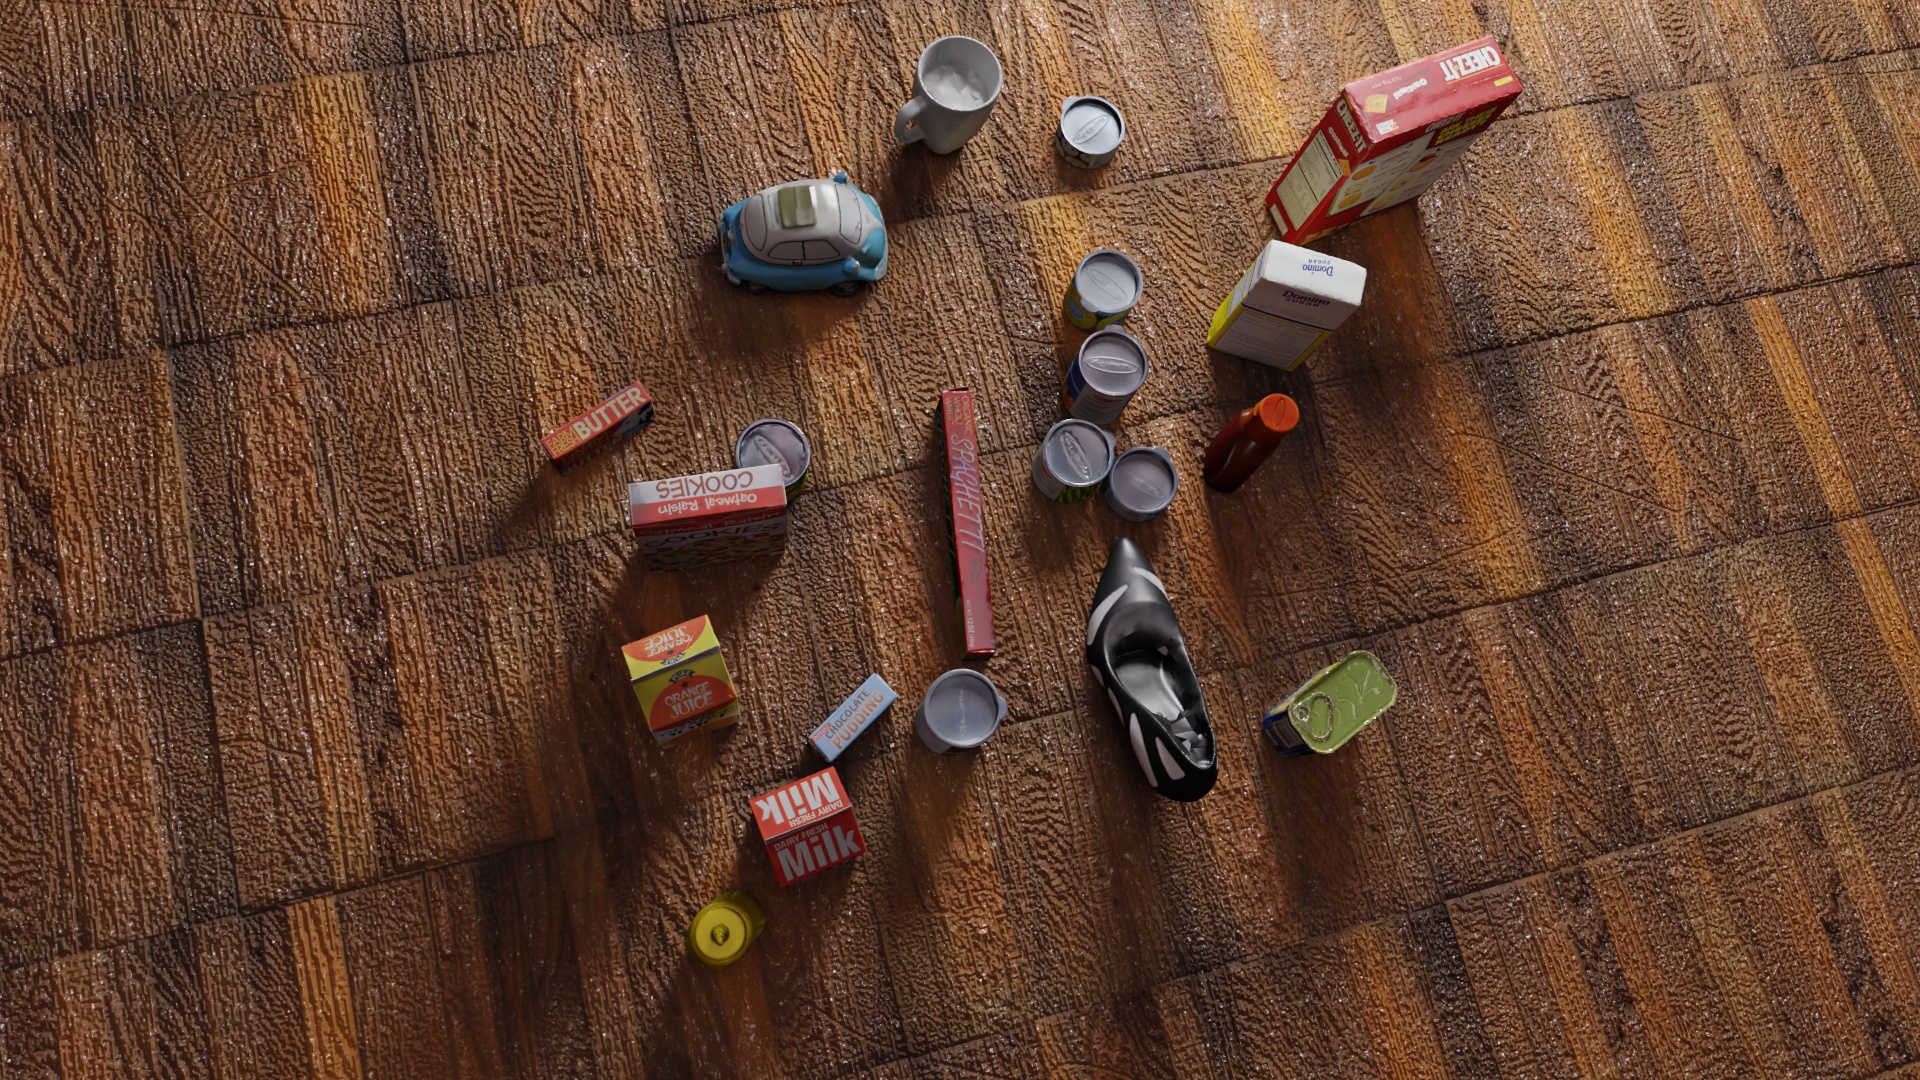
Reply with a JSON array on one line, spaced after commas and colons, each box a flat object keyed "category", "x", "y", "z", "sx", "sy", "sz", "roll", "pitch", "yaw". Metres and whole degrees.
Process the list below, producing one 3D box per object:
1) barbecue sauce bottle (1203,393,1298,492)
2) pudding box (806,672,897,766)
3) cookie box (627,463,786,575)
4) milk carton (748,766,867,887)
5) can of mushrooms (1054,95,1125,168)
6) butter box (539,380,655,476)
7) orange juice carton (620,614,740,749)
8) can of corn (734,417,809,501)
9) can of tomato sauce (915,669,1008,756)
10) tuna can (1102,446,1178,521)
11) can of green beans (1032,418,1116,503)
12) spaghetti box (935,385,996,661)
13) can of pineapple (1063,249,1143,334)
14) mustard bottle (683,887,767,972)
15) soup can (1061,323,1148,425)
[{"category": "barbecue sauce bottle", "x": 0.266, "y": -0.093, "z": 1.273, "sx": 0.044, "sy": 0.148, "sz": 0.065, "roll": 18, "pitch": 74, "yaw": -3}, {"category": "pudding box", "x": -0.095, "y": 0.156, "z": 1.208, "sx": 0.030, "sy": 0.049, "sz": 0.084, "roll": 45, "pitch": 74, "yaw": 5}, {"category": "cookie box", "x": -0.211, "y": -0.015, "z": 1.176, "sx": 0.123, "sy": 0.167, "sz": 0.040, "roll": -9, "pitch": 77, "yaw": -10}, {"category": "milk carton", "x": -0.123, "y": 0.231, "z": 1.110, "sx": 0.072, "sy": 0.190, "sz": 0.073, "roll": -21, "pitch": 79, "yaw": -12}, {"category": "can of mushrooms", "x": 0.128, "y": -0.412, "z": 1.399, "sx": 0.071, "sy": 0.033, "sz": 0.071, "roll": 2, "pitch": 75, "yaw": -7}, {"category": "butter box", "x": -0.323, "y": -0.100, "z": 1.243, "sx": 0.104, "sy": 0.053, "sz": 0.024, "roll": -35, "pitch": 83, "yaw": -15}, {"category": "orange juice carton", "x": -0.225, "y": 0.115, "z": 1.126, "sx": 0.072, "sy": 0.192, "sz": 0.073, "roll": -20, "pitch": 79, "yaw": -12}, {"category": "can of corn", "x": -0.172, "y": -0.069, "z": 1.253, "sx": 0.071, "sy": 0.058, "sz": 0.071, "roll": 2, "pitch": 75, "yaw": -7}, {"category": "can of tomato sauce", "x": -0.001, "y": 0.150, "z": 1.205, "sx": 0.071, "sy": 0.083, "sz": 0.071, "roll": 2, "pitch": 75, "yaw": -7}, {"category": "tuna can", "x": 0.170, "y": -0.055, "z": 1.310, "sx": 0.071, "sy": 0.032, "sz": 0.071, "roll": 2, "pitch": 75, "yaw": -7}, {"category": "can of green beans", "x": 0.104, "y": -0.073, "z": 1.292, "sx": 0.071, "sy": 0.057, "sz": 0.071, "roll": 2, "pitch": 75, "yaw": -7}, {"category": "spaghetti box", "x": 0.005, "y": -0.016, "z": 1.267, "sx": 0.029, "sy": 0.050, "sz": 0.250, "roll": -3, "pitch": 76, "yaw": -9}, {"category": "can of pineapple", "x": 0.135, "y": -0.238, "z": 1.341, "sx": 0.071, "sy": 0.057, "sz": 0.071, "roll": 2, "pitch": 75, "yaw": -7}, {"category": "mustard bottle", "x": -0.187, "y": 0.308, "z": 1.096, "sx": 0.049, "sy": 0.159, "sz": 0.065, "roll": 44, "pitch": 74, "yaw": 5}, {"category": "soup can", "x": 0.135, "y": -0.155, "z": 1.305, "sx": 0.071, "sy": 0.083, "sz": 0.071, "roll": 2, "pitch": 75, "yaw": -7}]
